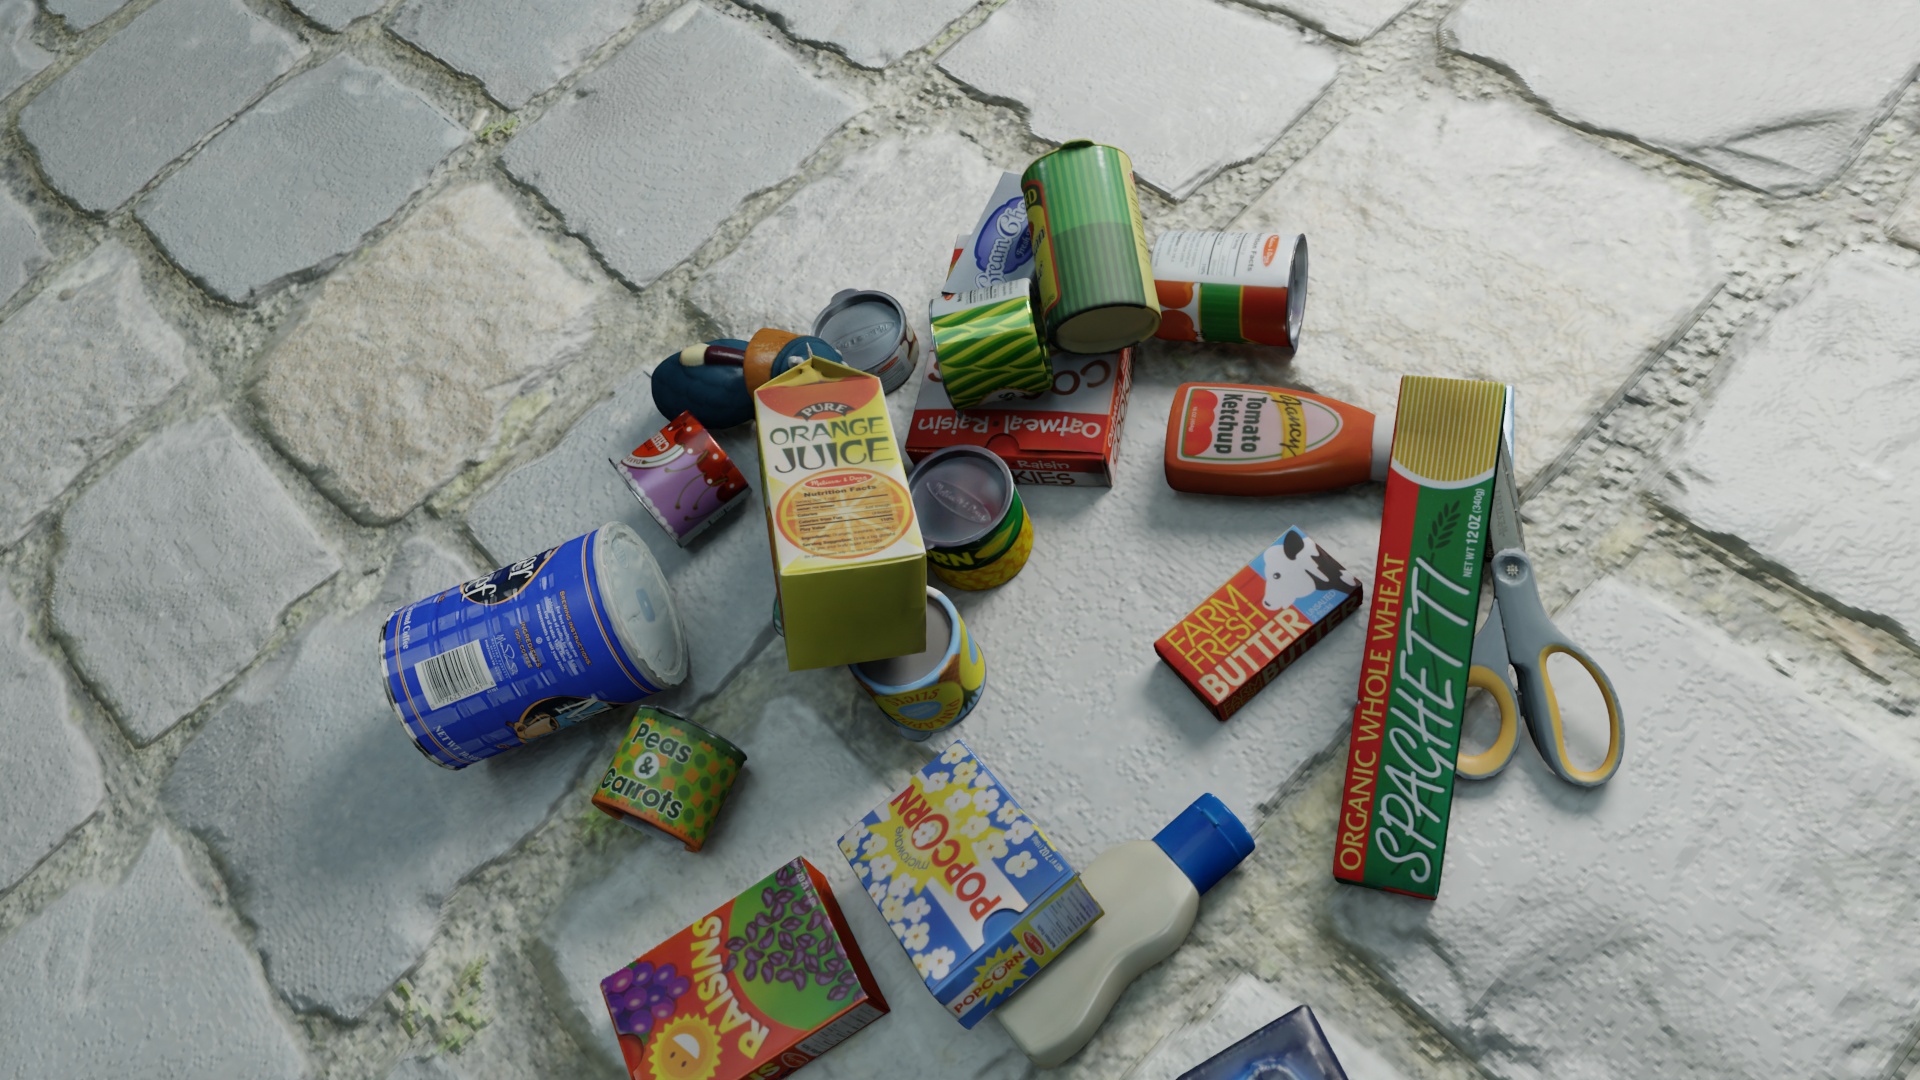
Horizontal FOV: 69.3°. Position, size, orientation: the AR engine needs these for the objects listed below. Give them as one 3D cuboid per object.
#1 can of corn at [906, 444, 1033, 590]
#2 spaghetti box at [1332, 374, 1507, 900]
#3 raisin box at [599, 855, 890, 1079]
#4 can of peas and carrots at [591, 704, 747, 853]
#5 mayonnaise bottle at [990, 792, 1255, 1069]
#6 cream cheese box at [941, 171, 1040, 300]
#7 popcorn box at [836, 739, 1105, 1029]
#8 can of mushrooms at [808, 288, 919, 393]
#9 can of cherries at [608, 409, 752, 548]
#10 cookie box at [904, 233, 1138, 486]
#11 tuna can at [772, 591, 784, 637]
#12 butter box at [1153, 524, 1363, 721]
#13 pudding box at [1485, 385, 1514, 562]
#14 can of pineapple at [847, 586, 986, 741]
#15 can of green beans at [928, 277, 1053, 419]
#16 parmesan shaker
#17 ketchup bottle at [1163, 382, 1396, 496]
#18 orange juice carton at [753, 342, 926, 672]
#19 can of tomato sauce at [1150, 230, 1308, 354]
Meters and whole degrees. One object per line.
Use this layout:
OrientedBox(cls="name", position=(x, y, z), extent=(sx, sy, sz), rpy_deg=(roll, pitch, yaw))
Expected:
OrientedBox(cls="can of corn", position=(0.003, -0.010, 0.796), extent=(0.071, 0.058, 0.071), rpy_deg=(-8, 59, 13))
OrientedBox(cls="spaghetti box", position=(0.221, 0.044, 0.667), extent=(0.050, 0.028, 0.250), rpy_deg=(8, 83, 21))
OrientedBox(cls="raisin box", position=(-0.110, 0.231, 0.702), extent=(0.123, 0.040, 0.086), rpy_deg=(-32, 58, -1))
OrientedBox(cls="can of peas and carrots", position=(-0.159, 0.130, 0.758), extent=(0.071, 0.070, 0.059), rpy_deg=(15, 67, 24))
OrientedBox(cls="mayonnaise bottle", position=(0.077, 0.183, 0.672), extent=(0.148, 0.041, 0.065), rpy_deg=(-39, 51, -8))
OrientedBox(cls="cream cheese box", position=(0.033, -0.181, 0.858), extent=(0.053, 0.024, 0.104), rpy_deg=(14, 65, 25))
OrientedBox(cls="popcorn box", position=(0.001, 0.164, 0.681), extent=(0.085, 0.038, 0.127), rpy_deg=(-38, 34, -7))
OrientedBox(cls="can of mushrooms", position=(-0.063, -0.128, 0.900), extent=(0.071, 0.033, 0.071), rpy_deg=(-8, 59, 14))
OrientedBox(cls="can of cherries", position=(-0.173, -0.040, 0.861), extent=(0.058, 0.071, 0.072), rpy_deg=(-39, 57, -7))
OrientedBox(cls="cookie box", position=(0.044, -0.115, 0.854), extent=(0.123, 0.040, 0.168), rpy_deg=(3, 62, 19))
OrientedBox(cls="tuna can", position=(-0.071, 0.033, 0.788), extent=(0.033, 0.071, 0.071), rpy_deg=(32, 75, 28))
OrientedBox(cls="butter box", position=(0.158, 0.043, 0.737), extent=(0.103, 0.024, 0.053), rpy_deg=(-39, 57, -7))
OrientedBox(cls="pudding box", position=(0.274, -0.036, 0.732), extent=(0.030, 0.049, 0.084), rpy_deg=(3, 62, 17))
OrientedBox(cls="can of pineapple", position=(-0.024, 0.066, 0.760), extent=(0.071, 0.057, 0.071), rpy_deg=(-8, 59, 13))
OrientedBox(cls="can of green beans", position=(0.018, -0.112, 0.796), extent=(0.058, 0.071, 0.071), rpy_deg=(-11, 58, 10))
OrientedBox(cls="parmesan shaker", position=(0.074, -0.167, 0.798), extent=(0.071, 0.071, 0.103), rpy_deg=(-11, 71, 11))
OrientedBox(cls="ketchup bottle", position=(0.191, -0.053, 0.772), extent=(0.149, 0.043, 0.065), rpy_deg=(5, 63, 19))
OrientedBox(cls="orange juice carton", position=(-0.070, -0.026, 0.751), extent=(0.073, 0.071, 0.193), rpy_deg=(-7, 42, -9))
OrientedBox(cls="can of tomato sauce", position=(0.159, -0.148, 0.825), extent=(0.083, 0.071, 0.071), rpy_deg=(6, 63, 21))
